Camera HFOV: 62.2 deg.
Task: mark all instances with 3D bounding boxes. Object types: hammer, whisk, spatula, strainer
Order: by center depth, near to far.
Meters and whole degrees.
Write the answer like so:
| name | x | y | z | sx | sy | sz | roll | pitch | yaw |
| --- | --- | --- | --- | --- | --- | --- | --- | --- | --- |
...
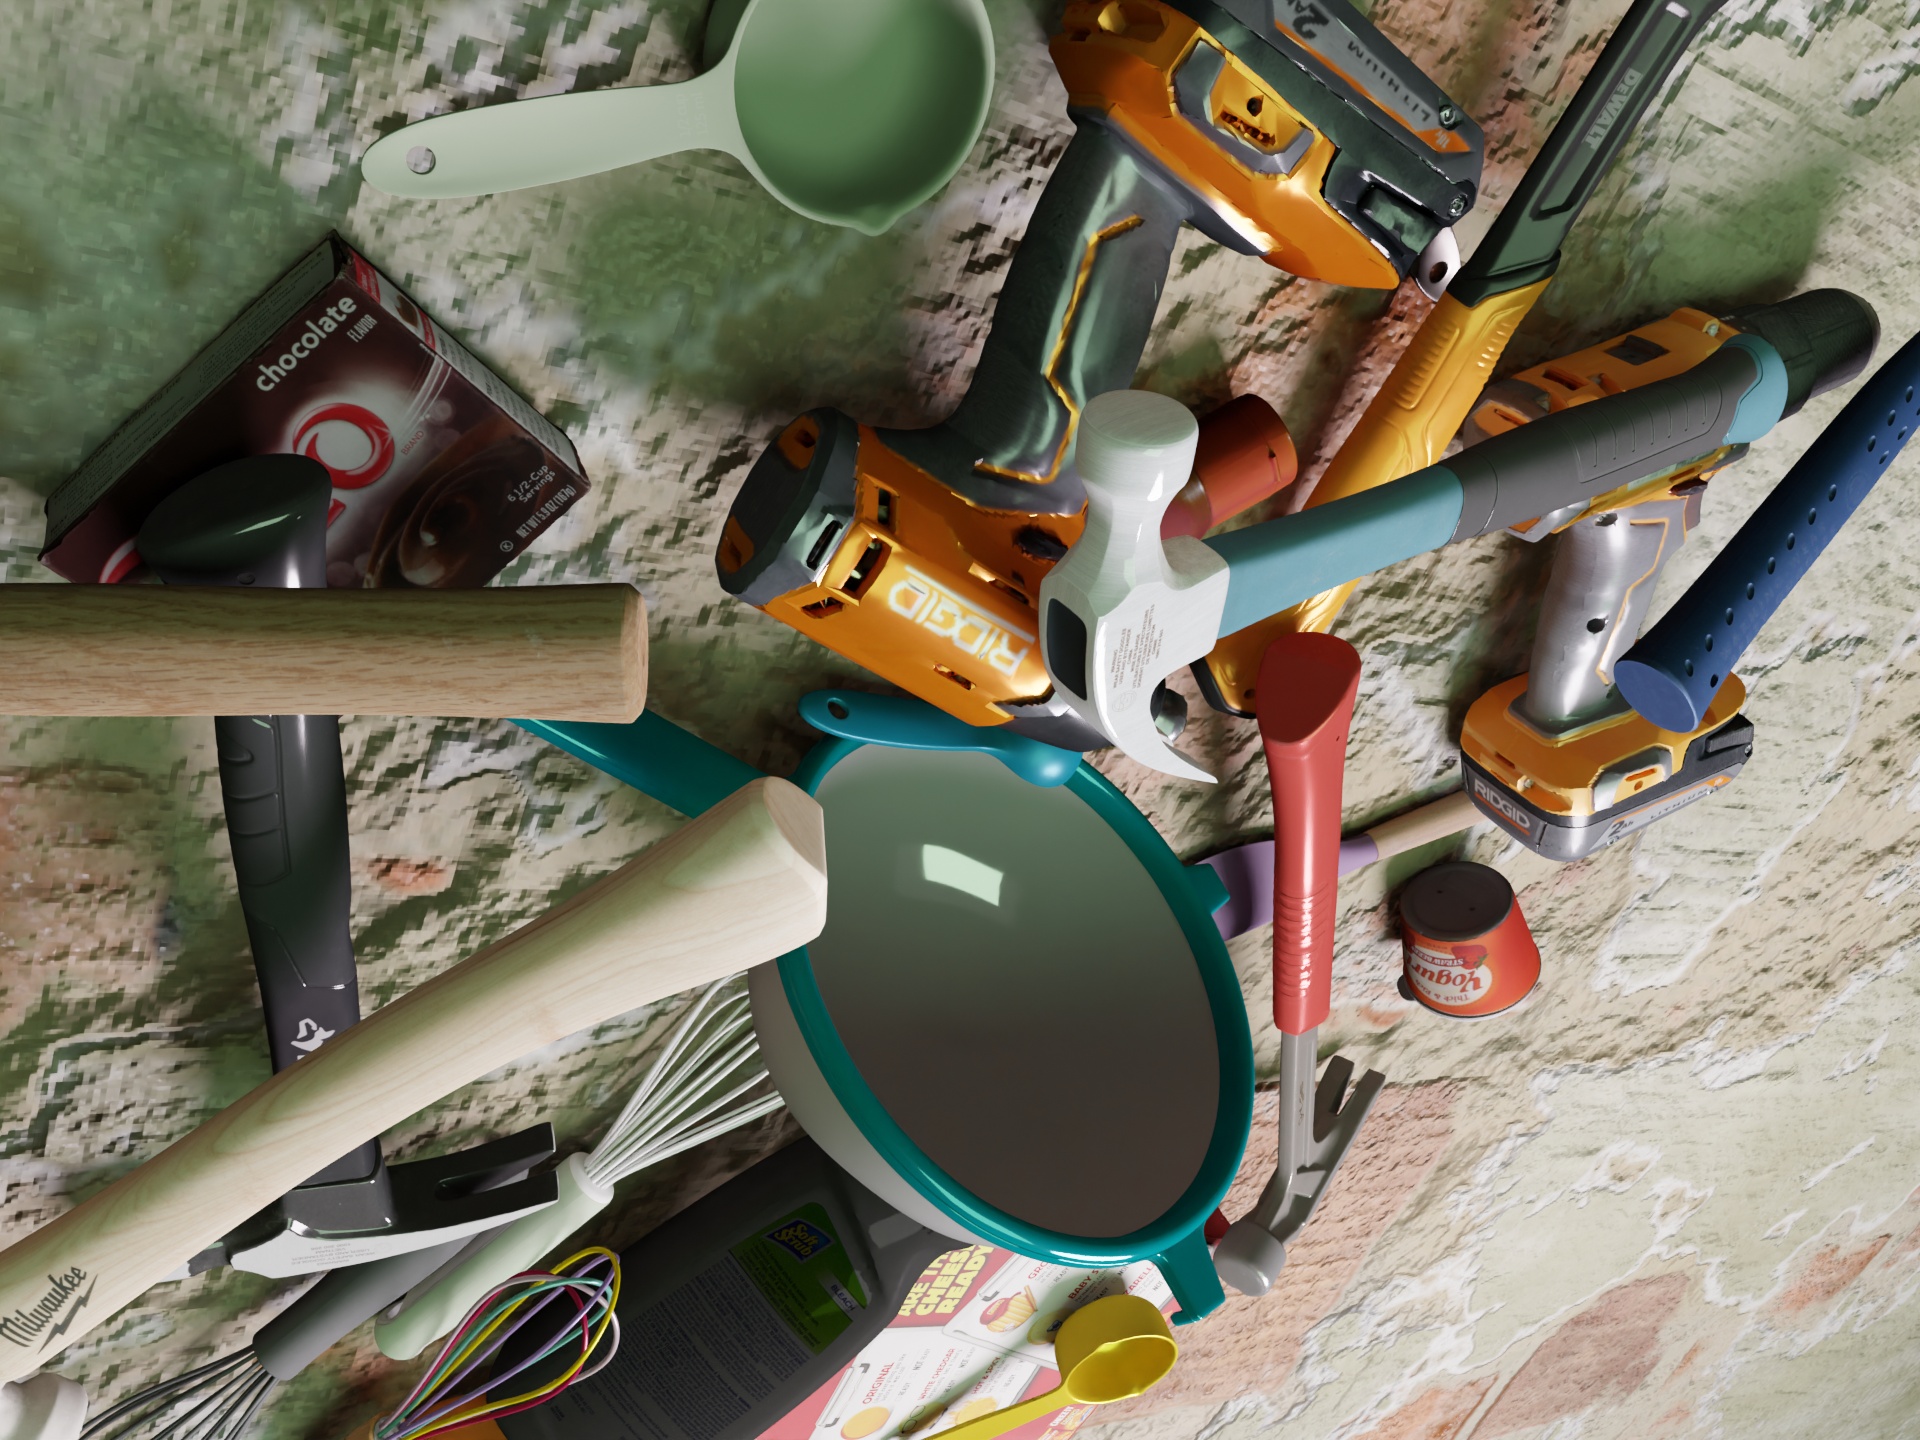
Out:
| name | x | y | z | sx | sy | sz | roll | pitch | yaw |
| --- | --- | --- | --- | --- | --- | --- | --- | --- | --- |
| hammer | -0.241 | -0.014 | 0.368 | 0.331 | 0.031 | 0.130 | 1 | 128 | -5 |
| hammer | -0.215 | 0.123 | 0.475 | 0.410 | 0.038 | 0.146 | -32 | 128 | 17 |
| hammer | -0.196 | 0.067 | 0.488 | 0.146 | 0.035 | 0.334 | -2 | 132 | -19 |
| hammer | 0.160 | -0.072 | 0.503 | 0.331 | 0.033 | 0.128 | -21 | 136 | -30 |
| strainer | -0.051 | 0.073 | 0.556 | 0.340 | 0.211 | 0.095 | 31 | 131 | -20 |
| hammer | 0.184 | -0.134 | 0.564 | 0.127 | 0.034 | 0.336 | 17 | 121 | -21 |
| whisk | -0.264 | 0.247 | 0.619 | 0.239 | 0.055 | 0.055 | -39 | 134 | -4 |
| hammer | 0.393 | -0.160 | 0.630 | 0.405 | 0.035 | 0.143 | -48 | 133 | -10 |
| whisk | -0.143 | 0.178 | 0.639 | 0.246 | 0.058 | 0.059 | -40 | 99 | 6 |
| whisk | -0.219 | 0.283 | 0.643 | 0.245 | 0.047 | 0.051 | -39 | 152 | 21 |
| hammer | 0.157 | 0.105 | 0.708 | 0.149 | 0.037 | 0.358 | -47 | 143 | -36 |
| spatula | 0.218 | 0.050 | 0.763 | 0.316 | 0.018 | 0.059 | -18 | 130 | -16 |

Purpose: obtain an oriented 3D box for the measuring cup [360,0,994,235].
| name | x | y | z | sx | sy | sz | roll | pitch | yaw |
| --- | --- | --- | --- | --- | --- | --- | --- | --- | --- |
| measuring cup | -0.074 | -0.165 | 0.419 | 0.167 | 0.038 | 0.083 | -17 | 130 | -16 |

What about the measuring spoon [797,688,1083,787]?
| name | x | y | z | sx | sy | sz | roll | pitch | yaw |
| --- | --- | --- | --- | --- | --- | --- | --- | --- | --- |
| measuring spoon | -0.001 | -0.002 | 0.571 | 0.128 | 0.042 | 0.021 | 7 | 144 | -40 |

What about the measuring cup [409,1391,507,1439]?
| name | x | y | z | sx | sy | sz | roll | pitch | yaw |
| --- | --- | --- | --- | --- | --- | --- | --- | --- | --- |
| measuring cup | -0.174 | 0.348 | 0.718 | 0.173 | 0.052 | 0.095 | 20 | 123 | -25 |

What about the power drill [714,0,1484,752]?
| name | x | y | z | sx | sy | sz | roll | pitch | yaw |
| --- | --- | --- | --- | --- | --- | --- | --- | --- | --- |
| power drill | 0.051 | -0.099 | 0.480 | 0.164 | 0.084 | 0.226 | 29 | 100 | -27 |

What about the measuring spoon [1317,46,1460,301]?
| name | x | y | z | sx | sy | sz | roll | pitch | yaw |
| --- | --- | --- | --- | --- | --- | --- | --- | --- | --- |
| measuring spoon | 0.148 | -0.186 | 0.549 | 0.034 | 0.018 | 0.124 | -42 | 140 | 7 |

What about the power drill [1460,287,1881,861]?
| name | x | y | z | sx | sy | sz | roll | pitch | yaw |
| --- | --- | --- | --- | --- | --- | --- | --- | --- | --- |
| power drill | 0.302 | -0.068 | 0.683 | 0.185 | 0.084 | 0.226 | -23 | 128 | -16 |

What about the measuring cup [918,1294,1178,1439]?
| name | x | y | z | sx | sy | sz | roll | pitch | yaw |
| --- | --- | --- | --- | --- | --- | --- | --- | --- | --- |
| measuring cup | 0.028 | 0.317 | 0.758 | 0.156 | 0.029 | 0.062 | -25 | 132 | 5 |
